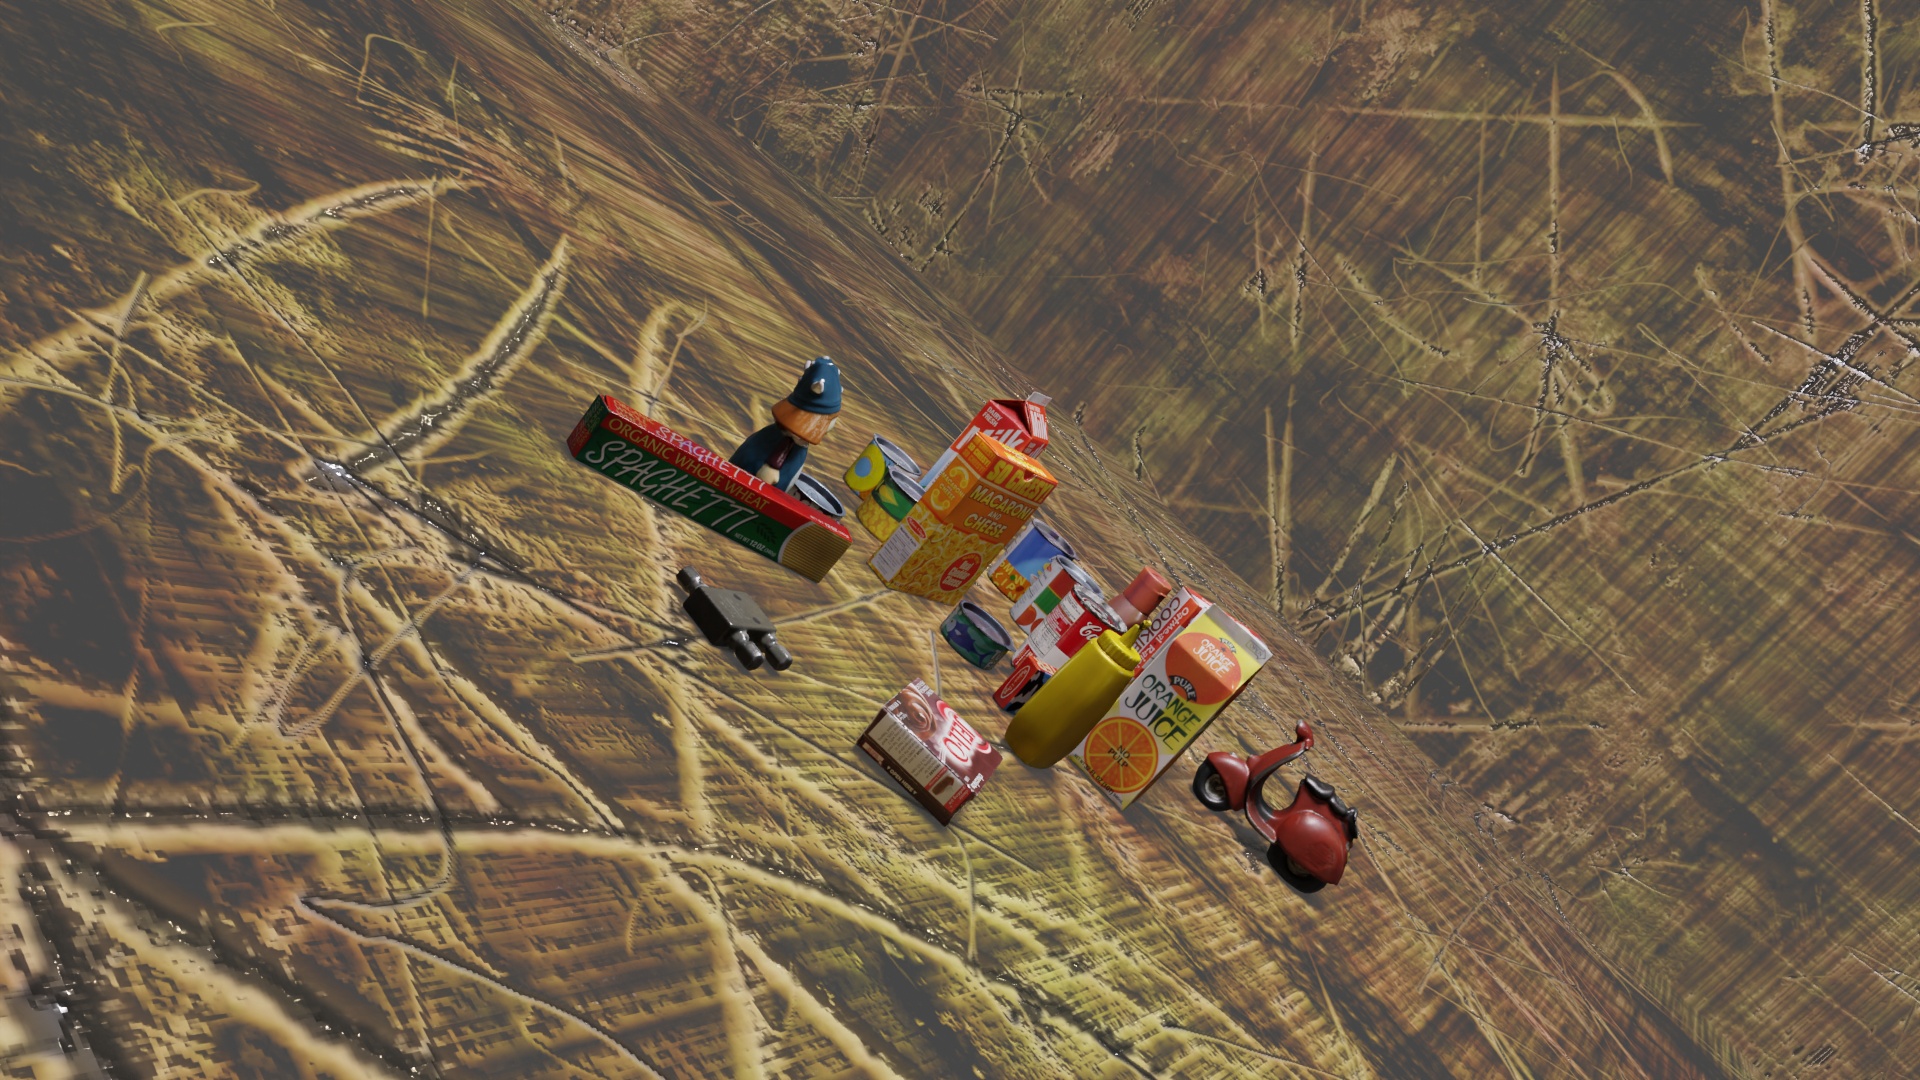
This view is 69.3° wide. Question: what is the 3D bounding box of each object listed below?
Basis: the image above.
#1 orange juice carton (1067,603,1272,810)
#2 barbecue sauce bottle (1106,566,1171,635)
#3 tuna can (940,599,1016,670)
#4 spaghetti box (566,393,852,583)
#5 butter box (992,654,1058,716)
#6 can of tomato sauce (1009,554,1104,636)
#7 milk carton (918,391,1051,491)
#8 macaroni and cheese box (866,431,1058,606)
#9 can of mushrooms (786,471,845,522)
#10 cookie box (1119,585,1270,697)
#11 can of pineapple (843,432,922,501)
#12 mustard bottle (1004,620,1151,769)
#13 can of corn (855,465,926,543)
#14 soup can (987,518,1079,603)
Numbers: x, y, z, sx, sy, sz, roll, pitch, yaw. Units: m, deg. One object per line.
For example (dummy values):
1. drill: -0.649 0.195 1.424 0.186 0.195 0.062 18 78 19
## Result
1. orange juice carton: 0.192 0.149 1.260 0.072 0.192 0.073 44 13 16
2. barbecue sauce bottle: 0.159 0.093 1.449 0.065 0.148 0.044 26 19 -48
3. tuna can: 0.017 0.091 1.314 0.071 0.032 0.071 38 13 -10
4. spaghetti box: -0.194 -0.037 1.106 0.250 0.050 0.029 30 16 -38
5. butter box: 0.082 0.145 1.274 0.103 0.053 0.024 29 17 -41
6. can of tomato sauce: 0.106 0.069 1.525 0.071 0.083 0.071 38 13 -10
7. milk carton: 0.036 -0.101 1.653 0.073 0.190 0.072 44 13 15
8. macaroni and cheese box: 0.005 -0.017 1.340 0.040 0.166 0.123 48 15 30
9. can of mushrooms: -0.143 -0.034 1.276 0.071 0.033 0.071 38 13 -10
10. cookie box: 0.219 0.140 1.421 0.123 0.167 0.040 32 15 -33
11. can of pineapple: -0.086 -0.072 1.509 0.071 0.057 0.071 38 13 -10
12. mustard bottle: 0.106 0.124 1.176 0.049 0.160 0.065 48 14 28
13. can of corn: -0.067 -0.033 1.430 0.071 0.058 0.071 38 13 -10
14. soup can: 0.084 0.029 1.594 0.071 0.083 0.071 38 13 -10
